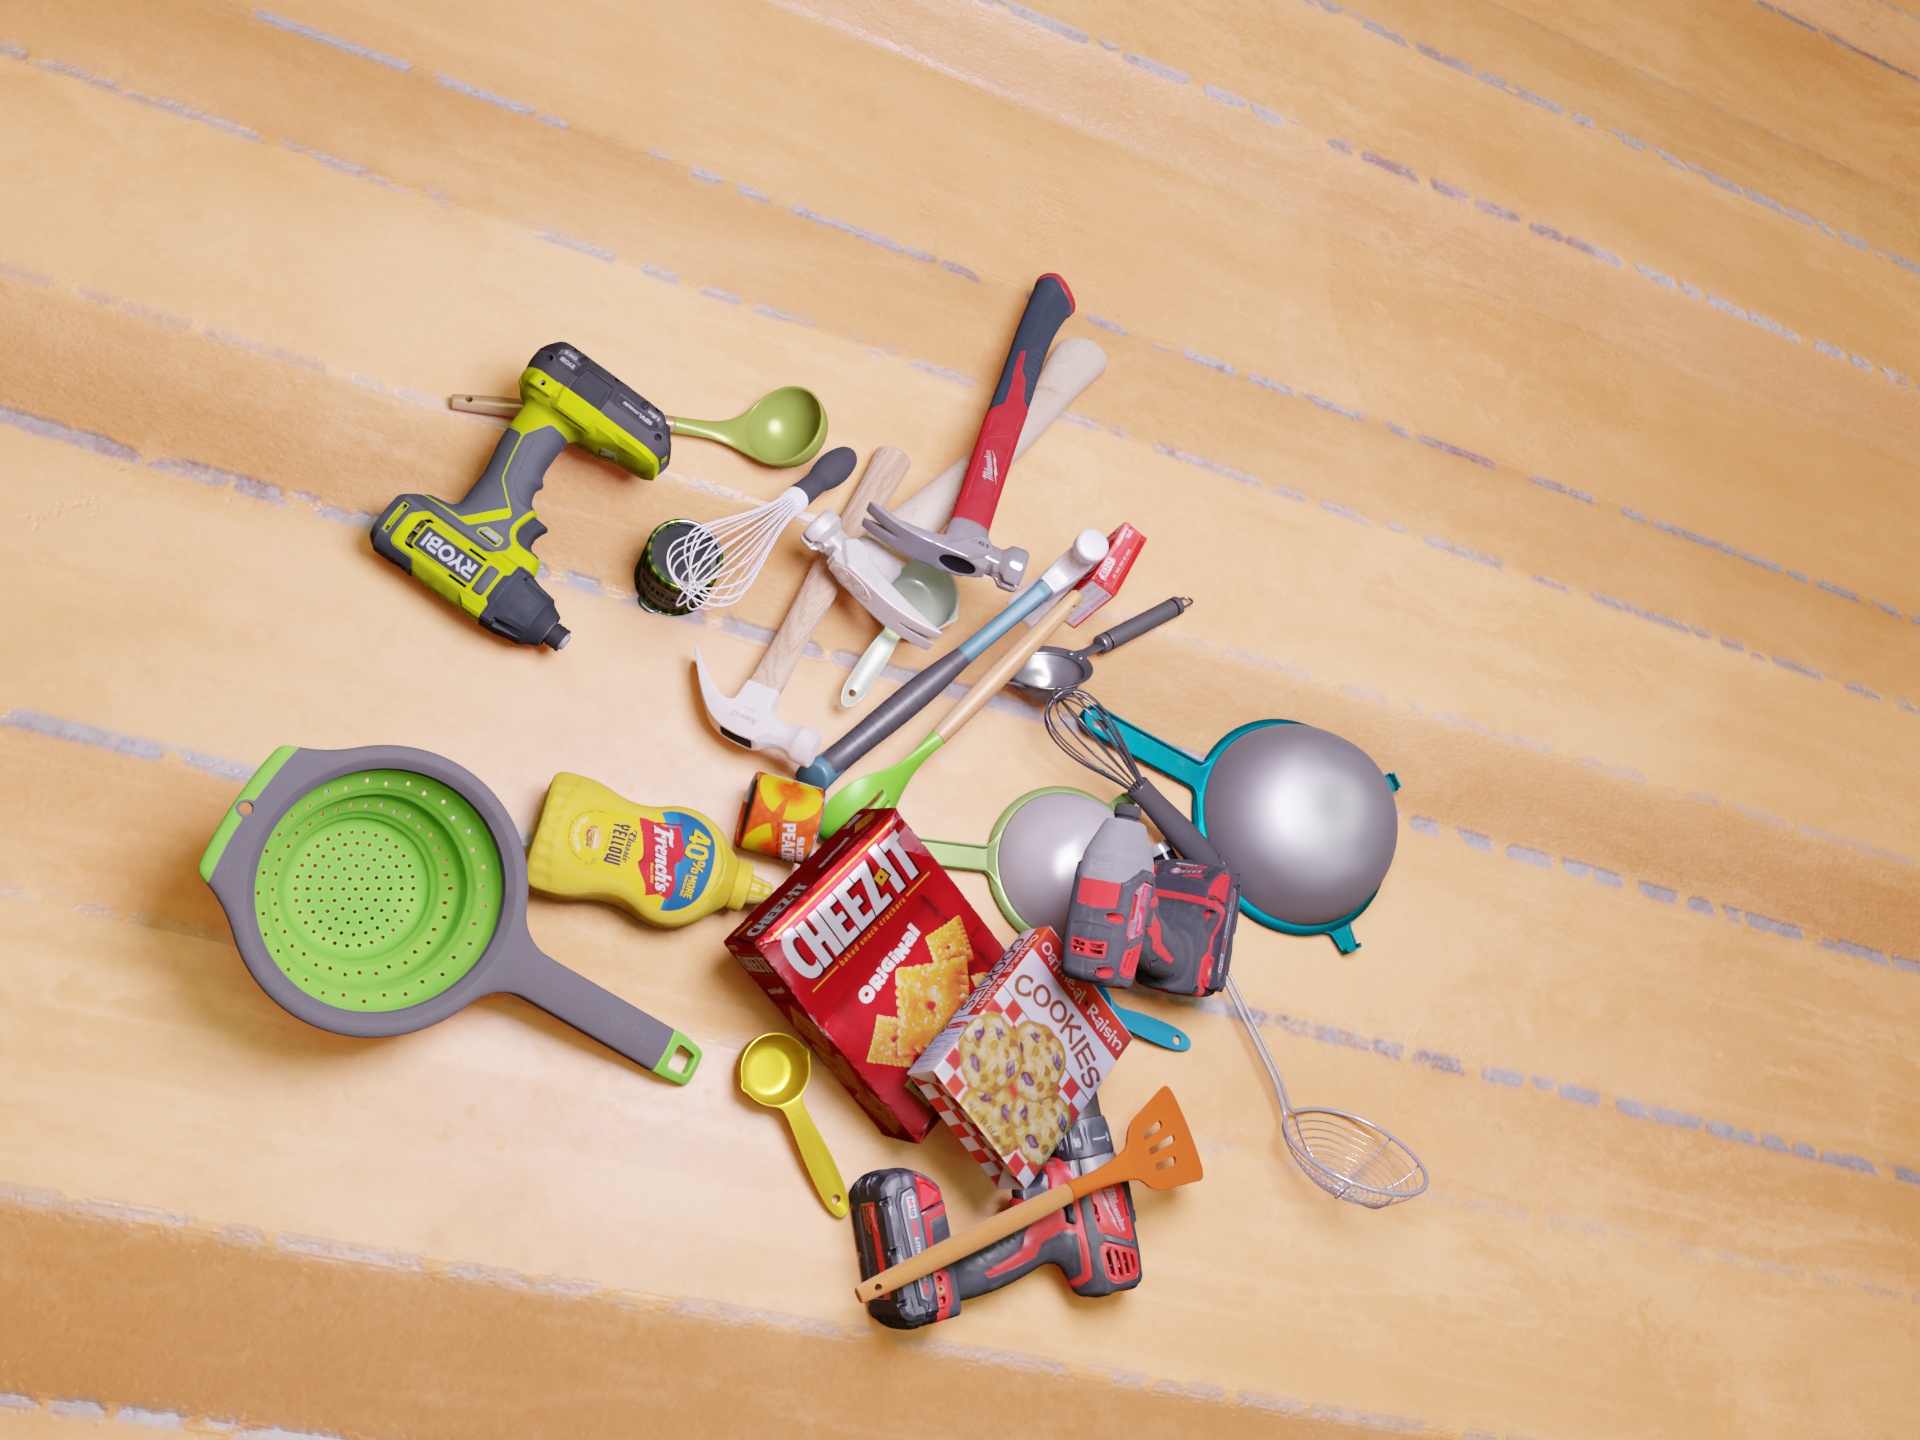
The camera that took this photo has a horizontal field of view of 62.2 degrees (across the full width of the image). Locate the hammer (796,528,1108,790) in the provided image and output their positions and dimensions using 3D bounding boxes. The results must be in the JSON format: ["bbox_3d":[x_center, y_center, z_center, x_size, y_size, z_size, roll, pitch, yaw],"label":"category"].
[{"bbox_3d":[-0.010,-0.047,1.382,0.331,0.128,0.033,-40,89,-19],"label":"hammer"}]

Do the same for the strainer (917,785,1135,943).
[{"bbox_3d":[0.054,0.115,1.365,0.256,0.069,0.152,8,69,-20],"label":"strainer"}]

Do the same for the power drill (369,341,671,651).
[{"bbox_3d":[-0.341,-0.179,1.295,0.171,0.080,0.223,36,77,-6],"label":"power drill"}]

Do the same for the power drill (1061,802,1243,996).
[{"bbox_3d":[0.155,0.152,1.303,0.219,0.078,0.143,25,73,-59],"label":"power drill"}]

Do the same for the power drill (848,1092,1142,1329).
[{"bbox_3d":[0.031,0.376,1.265,0.226,0.080,0.188,-4,74,-25],"label":"power drill"}]

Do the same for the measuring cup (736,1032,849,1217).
[{"bbox_3d":[-0.128,0.319,1.253,0.062,0.029,0.156,-26,92,-27],"label":"measuring cup"}]

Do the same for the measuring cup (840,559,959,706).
[{"bbox_3d":[-0.064,-0.073,1.404,0.083,0.038,0.168,35,65,-7],"label":"measuring cup"}]

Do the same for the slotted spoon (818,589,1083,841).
[{"bbox_3d":[-0.002,-0.004,1.359,0.031,0.070,0.314,33,71,35],"label":"slotted spoon"}]

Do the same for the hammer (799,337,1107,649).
[{"bbox_3d":[0.029,-0.231,1.464,0.146,0.038,0.411,44,55,-2],"label":"hammer"}]

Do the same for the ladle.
[{"bbox_3d":[-0.273,-0.266,1.378,0.320,0.062,0.078,3,67,-18],"label":"ladle"}]

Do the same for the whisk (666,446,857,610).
[{"bbox_3d":[-0.157,-0.172,1.342,0.070,0.070,0.285,43,41,-3],"label":"whisk"}]

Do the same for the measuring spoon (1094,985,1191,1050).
[{"bbox_3d":[0.145,0.263,1.384,0.128,0.021,0.042,25,64,-22],"label":"measuring spoon"}]

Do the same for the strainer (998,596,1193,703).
[{"bbox_3d":[0.128,-0.066,1.473,0.258,0.050,0.087,-27,40,-32],"label":"strainer"}]

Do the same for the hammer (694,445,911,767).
[{"bbox_3d":[-0.124,-0.116,1.384,0.130,0.031,0.331,21,60,6],"label":"hammer"}]

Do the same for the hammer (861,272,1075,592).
[{"bbox_3d":[0.028,-0.284,1.442,0.143,0.038,0.387,21,53,-5],"label":"hammer"}]

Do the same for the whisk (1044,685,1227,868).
[{"bbox_3d":[0.157,0.060,1.404,0.239,0.055,0.055,46,62,-14],"label":"whisk"}]

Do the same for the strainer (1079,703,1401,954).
[{"bbox_3d":[0.272,0.058,1.455,0.340,0.095,0.211,27,65,-12],"label":"strainer"}]

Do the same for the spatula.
[{"bbox_3d":[0.060,0.375,1.227,0.322,0.041,0.081,-17,80,-27],"label":"spatula"}]

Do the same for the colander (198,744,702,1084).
[{"bbox_3d":[-0.368,0.167,1.184,0.396,0.094,0.205,38,66,-26],"label":"colander"}]

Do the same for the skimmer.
[{"bbox_3d":[0.280,0.257,1.394,0.127,0.090,0.363,-9,70,-58],"label":"skimmer"}]
